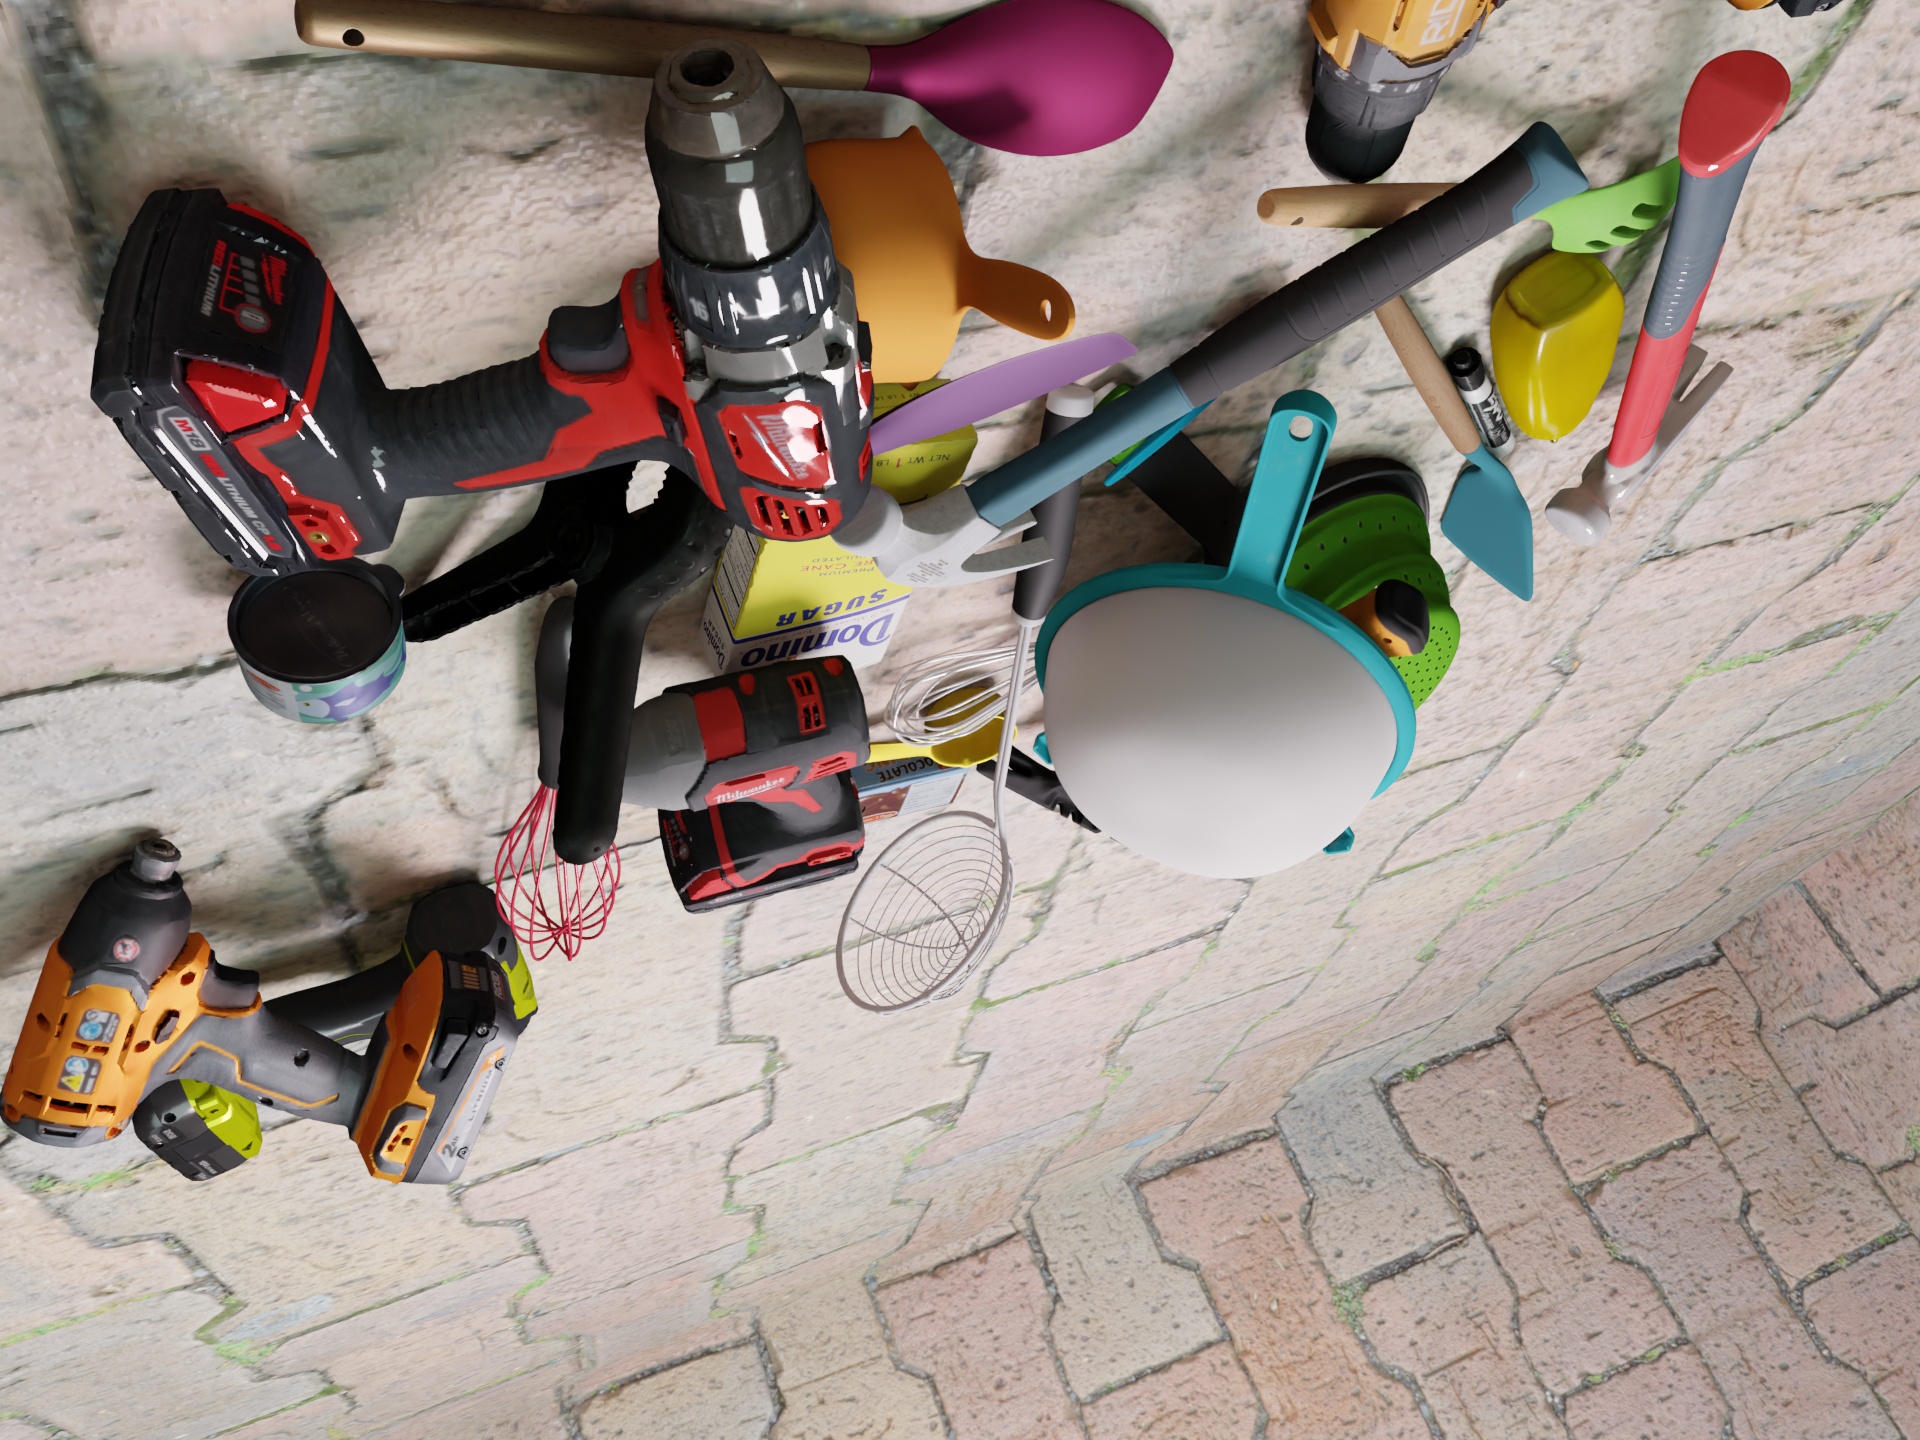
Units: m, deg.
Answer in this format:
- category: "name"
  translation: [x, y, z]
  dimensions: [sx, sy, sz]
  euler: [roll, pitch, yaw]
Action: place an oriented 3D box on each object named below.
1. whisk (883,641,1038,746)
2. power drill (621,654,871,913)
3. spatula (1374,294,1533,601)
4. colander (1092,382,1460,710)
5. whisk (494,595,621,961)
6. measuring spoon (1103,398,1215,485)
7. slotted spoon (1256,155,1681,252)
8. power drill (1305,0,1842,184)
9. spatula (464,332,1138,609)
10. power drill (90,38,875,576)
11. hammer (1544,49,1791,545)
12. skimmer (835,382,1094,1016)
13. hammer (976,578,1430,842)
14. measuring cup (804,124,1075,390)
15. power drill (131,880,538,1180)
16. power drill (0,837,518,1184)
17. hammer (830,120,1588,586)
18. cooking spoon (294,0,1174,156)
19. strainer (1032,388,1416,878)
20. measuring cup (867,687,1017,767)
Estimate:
- category: "whisk"
  translation: [0.067, -0.044, 0.951]
  dimensions: [0.246, 0.059, 0.057]
  euler: [-24, 127, -13]
- category: "power drill"
  translation: [-0.119, 0.035, 0.842]
  dimensions: [0.143, 0.079, 0.219]
  euler: [-14, 163, -7]
- category: "spatula"
  translation: [0.277, -0.162, 0.911]
  dimensions: [0.044, 0.082, 0.317]
  euler: [-46, 145, 10]
- category: "colander"
  translation: [0.192, -0.074, 0.910]
  dimensions: [0.204, 0.095, 0.396]
  euler: [-47, 144, 11]
- category: "whisk"
  translation: [-0.213, 0.039, 0.844]
  dimensions: [0.073, 0.073, 0.295]
  euler: [-13, 146, -24]
- category: "measuring spoon"
  translation: [0.110, -0.159, 0.763]
  dimensions: [0.128, 0.021, 0.042]
  euler: [-41, 173, -11]
- category: "slotted spoon"
  translation: [0.239, -0.231, 0.717]
  dimensions: [0.313, 0.031, 0.070]
  euler: [-15, 166, -38]
- category: "power drill"
  translation: [0.239, -0.294, 0.602]
  dimensions: [0.226, 0.084, 0.185]
  euler: [-18, 161, -6]
- category: "spatula"
  translation: [-0.079, -0.099, 0.651]
  dimensions: [0.316, 0.018, 0.059]
  euler: [-18, 175, 22]
- category: "power drill"
  translation: [-0.142, -0.122, 0.498]
  dimensions: [0.226, 0.080, 0.187]
  euler: [-3, 152, 1]
- category: "hammer"
  translation: [0.372, -0.217, 0.812]
  dimensions: [0.143, 0.038, 0.386]
  euler: [-50, 159, -2]
- category: "skimmer"
  translation: [-0.001, -0.003, 0.838]
  dimensions: [0.090, 0.127, 0.363]
  euler: [-1, 122, -17]
- category: "hammer"
  translation: [0.139, -0.006, 0.928]
  dimensions: [0.127, 0.034, 0.337]
  euler: [27, 150, -18]
- category: "measuring cup"
  translation: [-0.022, -0.151, 0.545]
  dimensions: [0.052, 0.174, 0.095]
  euler: [-9, 115, -24]
- category: "power drill"
  translation: [-0.372, 0.190, 0.963]
  dimensions: [0.223, 0.080, 0.171]
  euler: [-21, 153, -17]
- category: "power drill"
  translation: [-0.354, 0.154, 0.829]
  dimensions: [0.226, 0.084, 0.164]
  euler: [18, 106, -28]
- category: "hammer"
  translation: [0.106, -0.149, 0.673]
  dimensions: [0.331, 0.033, 0.128]
  euler: [-29, 164, 15]
- category: "cooking spoon"
  translation: [-0.056, -0.223, 0.539]
  dimensions: [0.318, 0.017, 0.068]
  euler: [-9, 150, -31]
- category: "strainer"
  translation: [0.130, -0.015, 0.794]
  dimensions: [0.211, 0.095, 0.340]
  euler: [18, 148, 9]
- category: "measuring cup"
  translation: [-0.043, 0.007, 0.981]
  dimensions: [0.156, 0.029, 0.062]
  euler: [-6, 148, -12]
